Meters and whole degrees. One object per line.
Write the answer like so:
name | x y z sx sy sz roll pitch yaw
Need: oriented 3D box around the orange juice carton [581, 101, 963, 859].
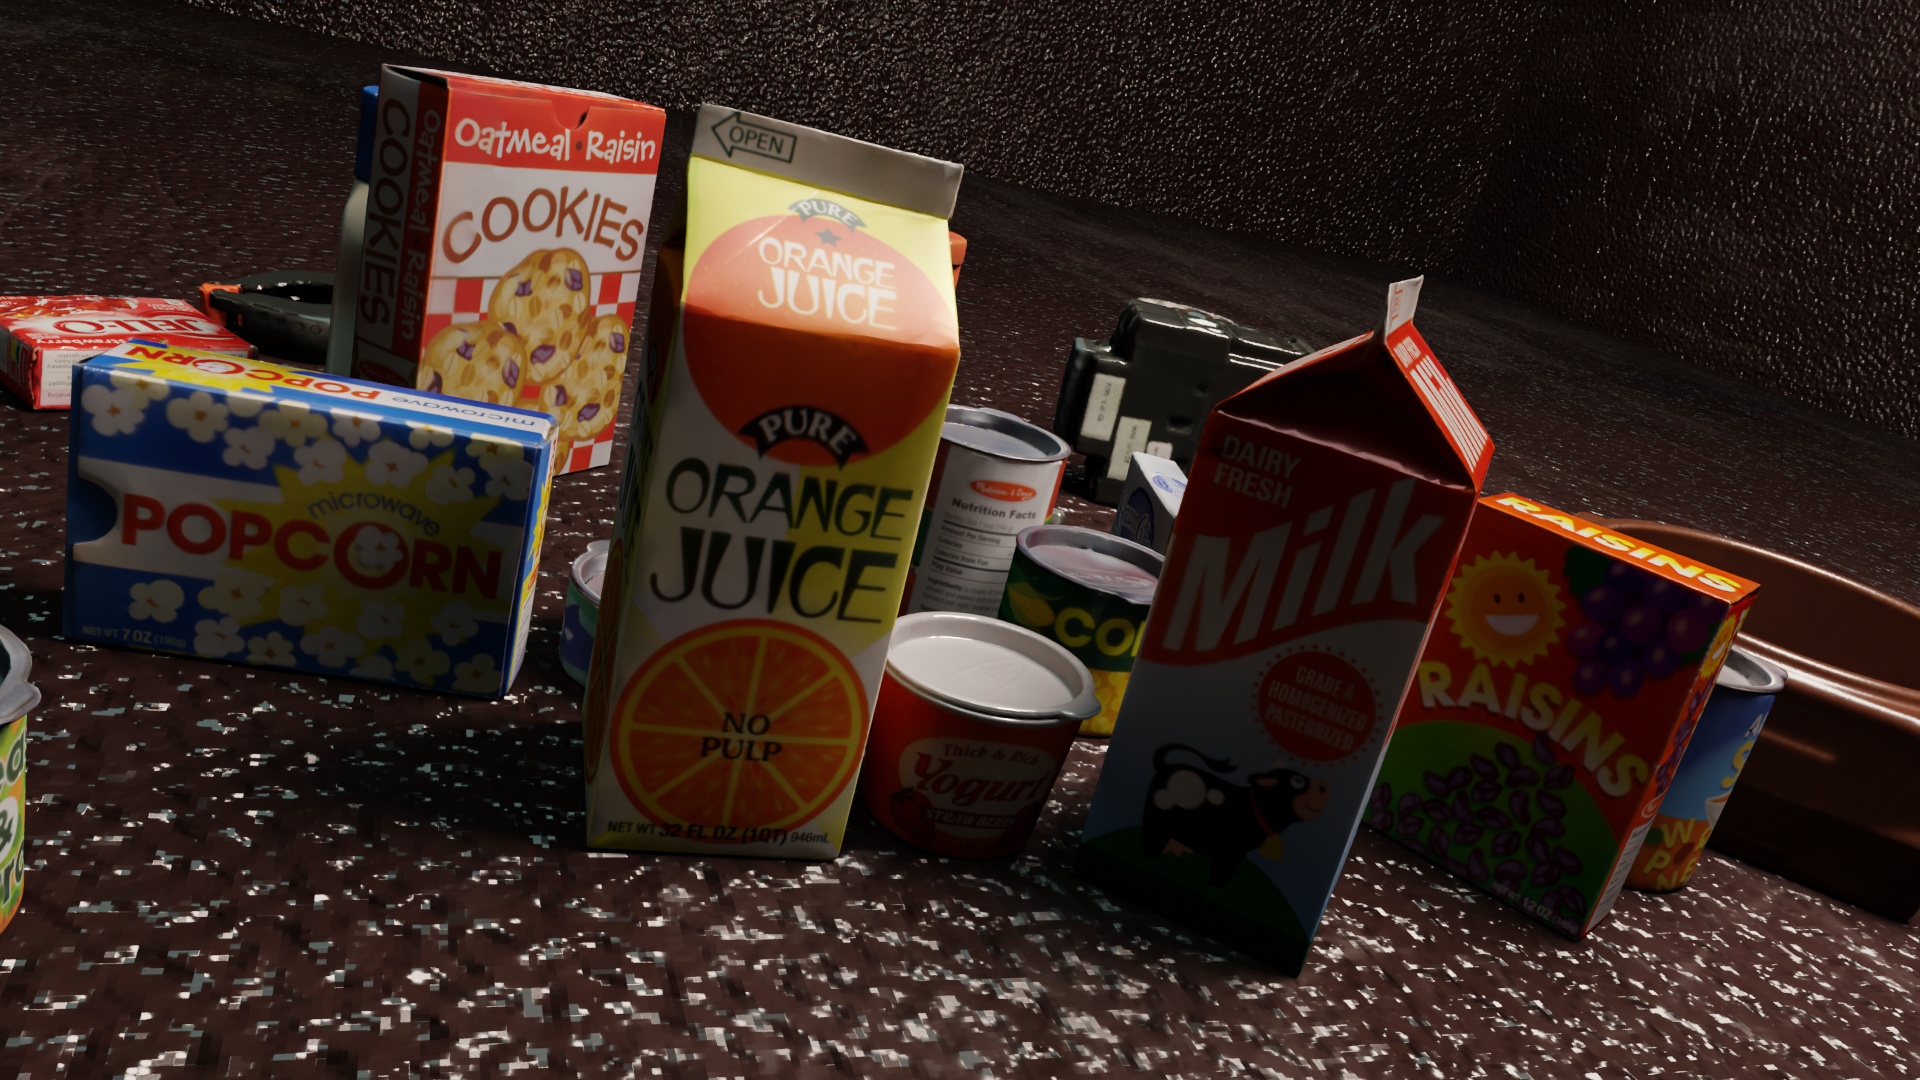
orange juice carton | -0.053 -0.015 0.380 0.072 0.192 0.073 8 19 -19

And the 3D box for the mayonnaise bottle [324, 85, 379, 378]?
mayonnaise bottle | -0.249 -0.120 0.607 0.041 0.147 0.065 11 19 -10

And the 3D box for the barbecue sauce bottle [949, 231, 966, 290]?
barbecue sauce bottle | -0.032 -0.060 0.594 0.044 0.148 0.065 20 19 17

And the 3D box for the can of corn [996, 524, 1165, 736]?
can of corn | 0.047 0.034 0.521 0.071 0.058 0.071 13 19 -4

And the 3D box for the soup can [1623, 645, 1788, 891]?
soup can | 0.252 0.076 0.509 0.071 0.083 0.071 13 18 -4

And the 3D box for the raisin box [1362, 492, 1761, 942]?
raisin box | 0.195 0.056 0.465 0.086 0.123 0.040 28 23 36

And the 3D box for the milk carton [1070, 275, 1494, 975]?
milk carton | 0.099 0.017 0.402 0.073 0.189 0.072 21 19 18

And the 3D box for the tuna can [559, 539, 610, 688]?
tuna can | -0.102 0.028 0.471 0.071 0.032 0.071 13 19 -4

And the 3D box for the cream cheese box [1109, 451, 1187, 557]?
cream cheese box | 0.096 -0.002 0.667 0.024 0.053 0.104 12 19 -8

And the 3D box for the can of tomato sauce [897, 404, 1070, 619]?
can of tomato sauce | 0.002 -0.007 0.568 0.071 0.082 0.071 13 18 -4

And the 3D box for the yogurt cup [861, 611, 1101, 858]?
yogurt cup | 0.002 0.059 0.423 0.072 0.053 0.072 13 19 -4

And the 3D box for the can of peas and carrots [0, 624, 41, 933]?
can of peas and carrots | -0.223 0.051 0.277 0.071 0.058 0.071 13 19 -4

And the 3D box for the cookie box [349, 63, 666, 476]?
cookie box | -0.188 -0.105 0.580 0.040 0.166 0.123 22 20 22

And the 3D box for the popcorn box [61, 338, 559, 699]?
popcorn box | -0.193 -0.005 0.419 0.127 0.085 0.038 10 19 -13
